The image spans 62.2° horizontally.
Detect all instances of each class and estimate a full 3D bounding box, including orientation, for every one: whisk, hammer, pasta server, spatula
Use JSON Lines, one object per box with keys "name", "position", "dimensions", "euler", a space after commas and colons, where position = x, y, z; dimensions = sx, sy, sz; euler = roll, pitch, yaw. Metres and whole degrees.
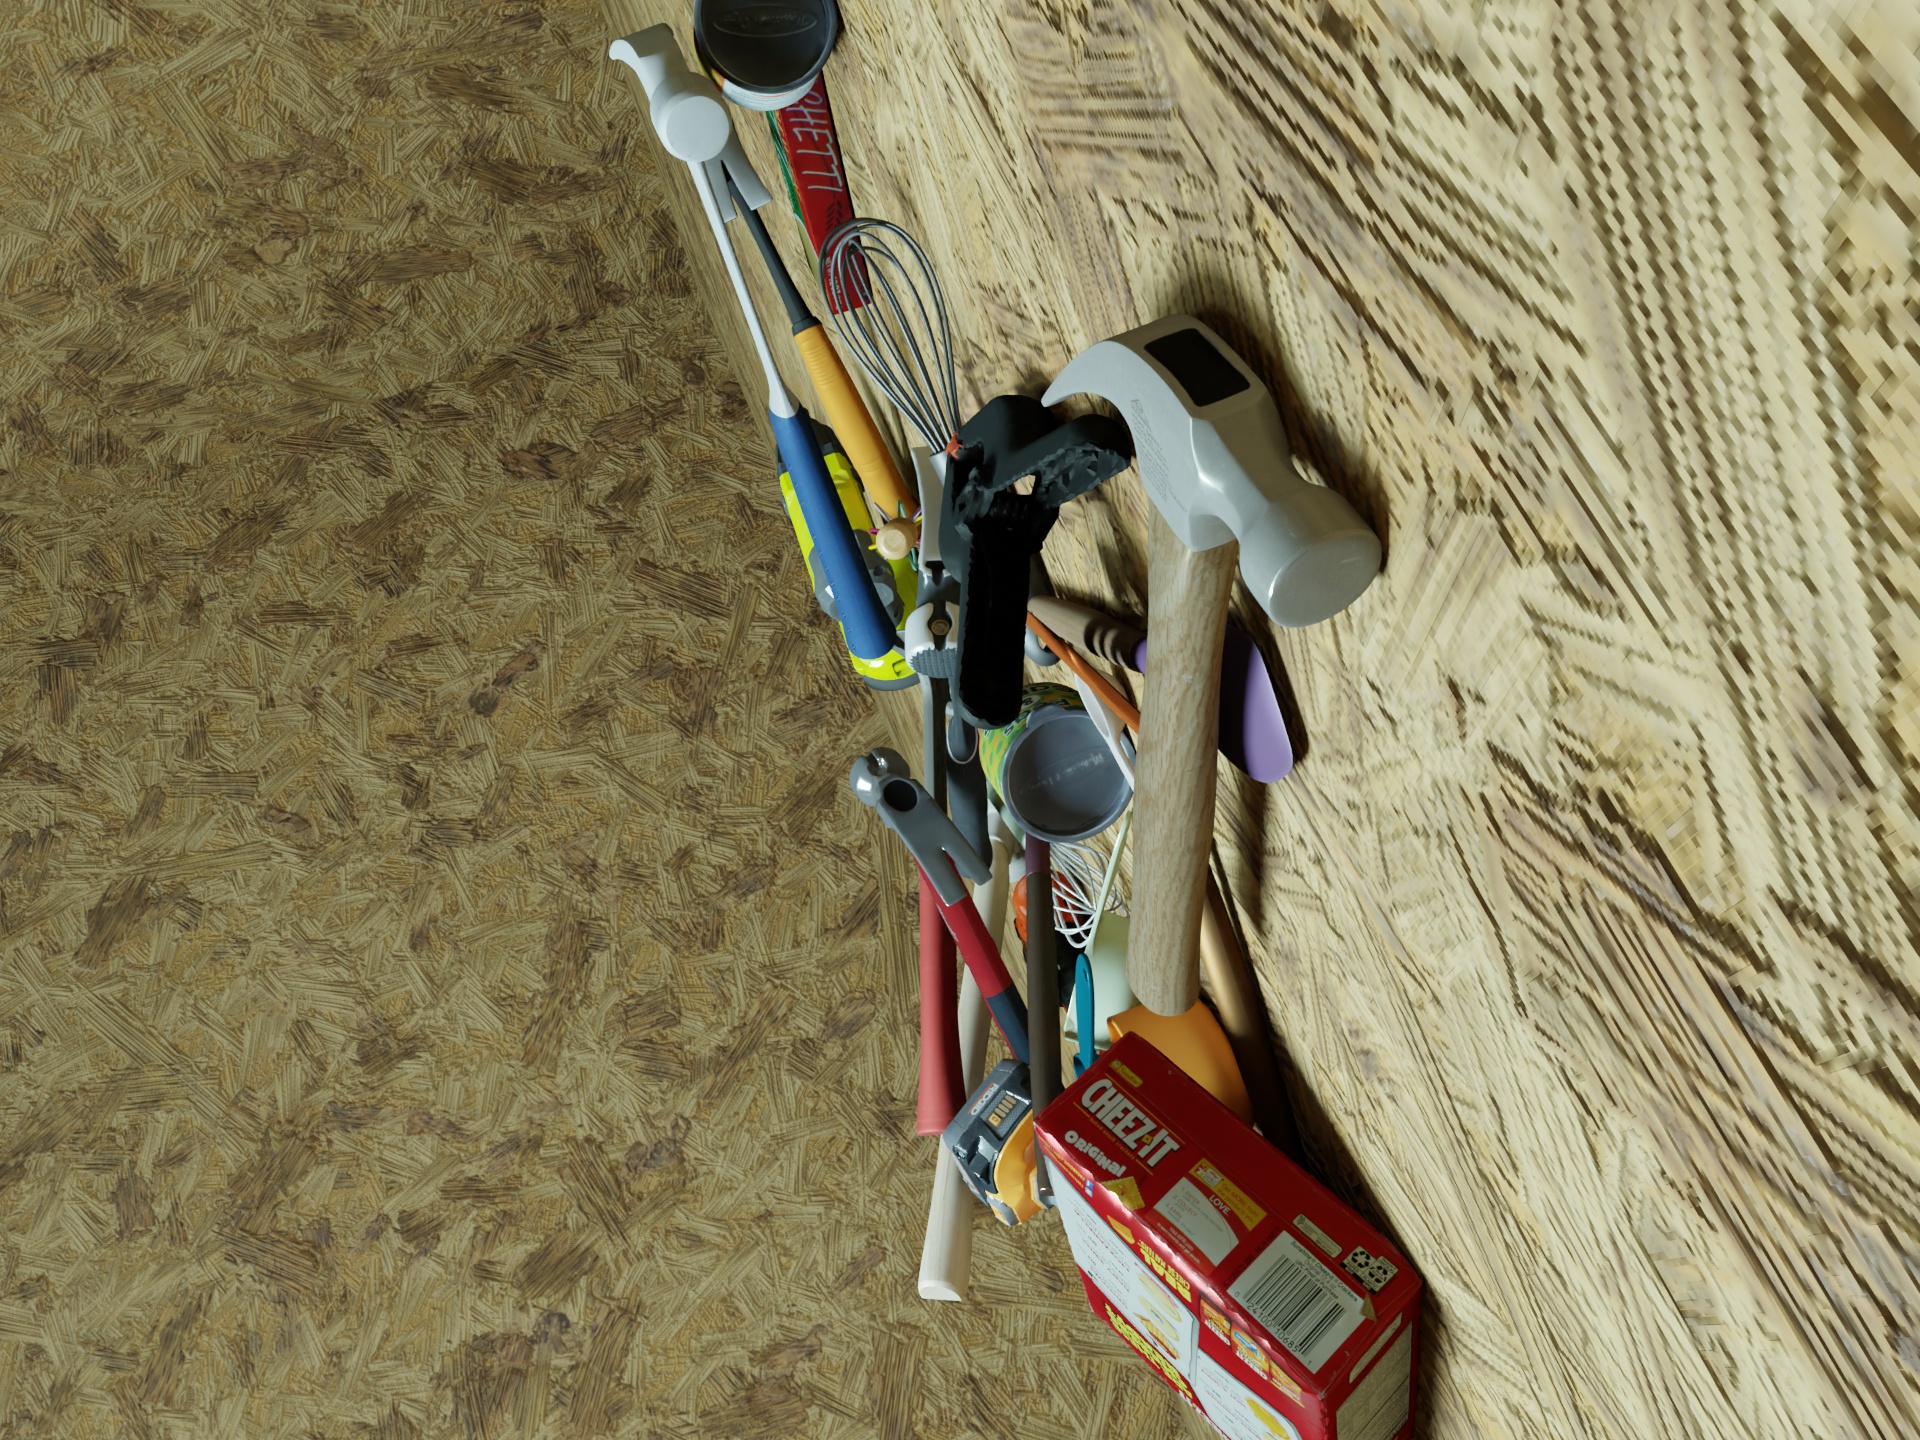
{"name": "whisk", "position": [-0.002, -0.134, 0.783], "dimensions": [0.239, 0.055, 0.055], "euler": [64, 176, -12]}
{"name": "whisk", "position": [-0.040, -0.115, 1.005], "dimensions": [0.245, 0.047, 0.051], "euler": [-91, 0, -81]}
{"name": "hammer", "position": [-0.002, -0.003, 0.979], "dimensions": [0.408, 0.036, 0.149], "euler": [84, -176, -61]}
{"name": "pasta server", "position": [0.038, 0.115, 0.918], "dimensions": [0.060, 0.040, 0.317], "euler": [85, -177, -56]}
{"name": "hammer", "position": [-0.088, -0.232, 1.034], "dimensions": [0.336, 0.034, 0.127], "euler": [62, -176, -48]}
{"name": "hammer", "position": [-0.020, 0.116, 1.158], "dimensions": [0.149, 0.037, 0.359], "euler": [40, -135, -60]}
{"name": "whisk", "position": [0.055, 0.081, 1.044], "dimensions": [0.246, 0.057, 0.059], "euler": [-128, 51, -68]}
{"name": "hammer", "position": [-0.102, -0.189, 0.889], "dimensions": [0.405, 0.035, 0.144], "euler": [72, 172, -47]}
{"name": "hammer", "position": [0.070, 0.008, 0.522], "dimensions": [0.331, 0.031, 0.130], "euler": [83, 163, -54]}
{"name": "spatula", "position": [0.098, 0.089, 0.680], "dimensions": [0.081, 0.041, 0.322], "euler": [-128, 16, -67]}
{"name": "spatula", "position": [0.068, -0.027, 0.631], "dimensions": [0.316, 0.018, 0.059], "euler": [-136, 25, -75]}
{"name": "hammer", "position": [0.031, 0.189, 1.081], "dimensions": [0.143, 0.038, 0.385], "euler": [48, 166, 49]}
{"name": "hammer", "position": [0.008, 0.228, 1.213], "dimensions": [0.146, 0.038, 0.411], "euler": [71, -158, -49]}

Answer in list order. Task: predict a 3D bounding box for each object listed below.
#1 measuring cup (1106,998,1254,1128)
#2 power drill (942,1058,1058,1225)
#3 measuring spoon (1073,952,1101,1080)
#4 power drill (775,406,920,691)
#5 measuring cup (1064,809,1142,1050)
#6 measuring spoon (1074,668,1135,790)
{"name": "measuring cup", "position": [0.132, 0.223, 0.844], "dimensions": [0.095, 0.052, 0.173], "euler": [-127, 13, -70]}
{"name": "power drill", "position": [0.098, 0.312, 1.024], "dimensions": [0.226, 0.084, 0.185], "euler": [30, 156, 30]}
{"name": "measuring spoon", "position": [0.074, 0.165, 0.834], "dimensions": [0.042, 0.021, 0.128], "euler": [-118, 17, -48]}
{"name": "power drill", "position": [-0.081, -0.128, 1.232], "dimensions": [0.223, 0.080, 0.171], "euler": [62, -173, -66]}
{"name": "measuring cup", "position": [0.091, 0.115, 0.866], "dimensions": [0.083, 0.038, 0.167], "euler": [-61, -16, -47]}
{"name": "measuring spoon", "position": [0.088, 0.030, 0.715], "dimensions": [0.124, 0.018, 0.034], "euler": [61, 175, -1]}
